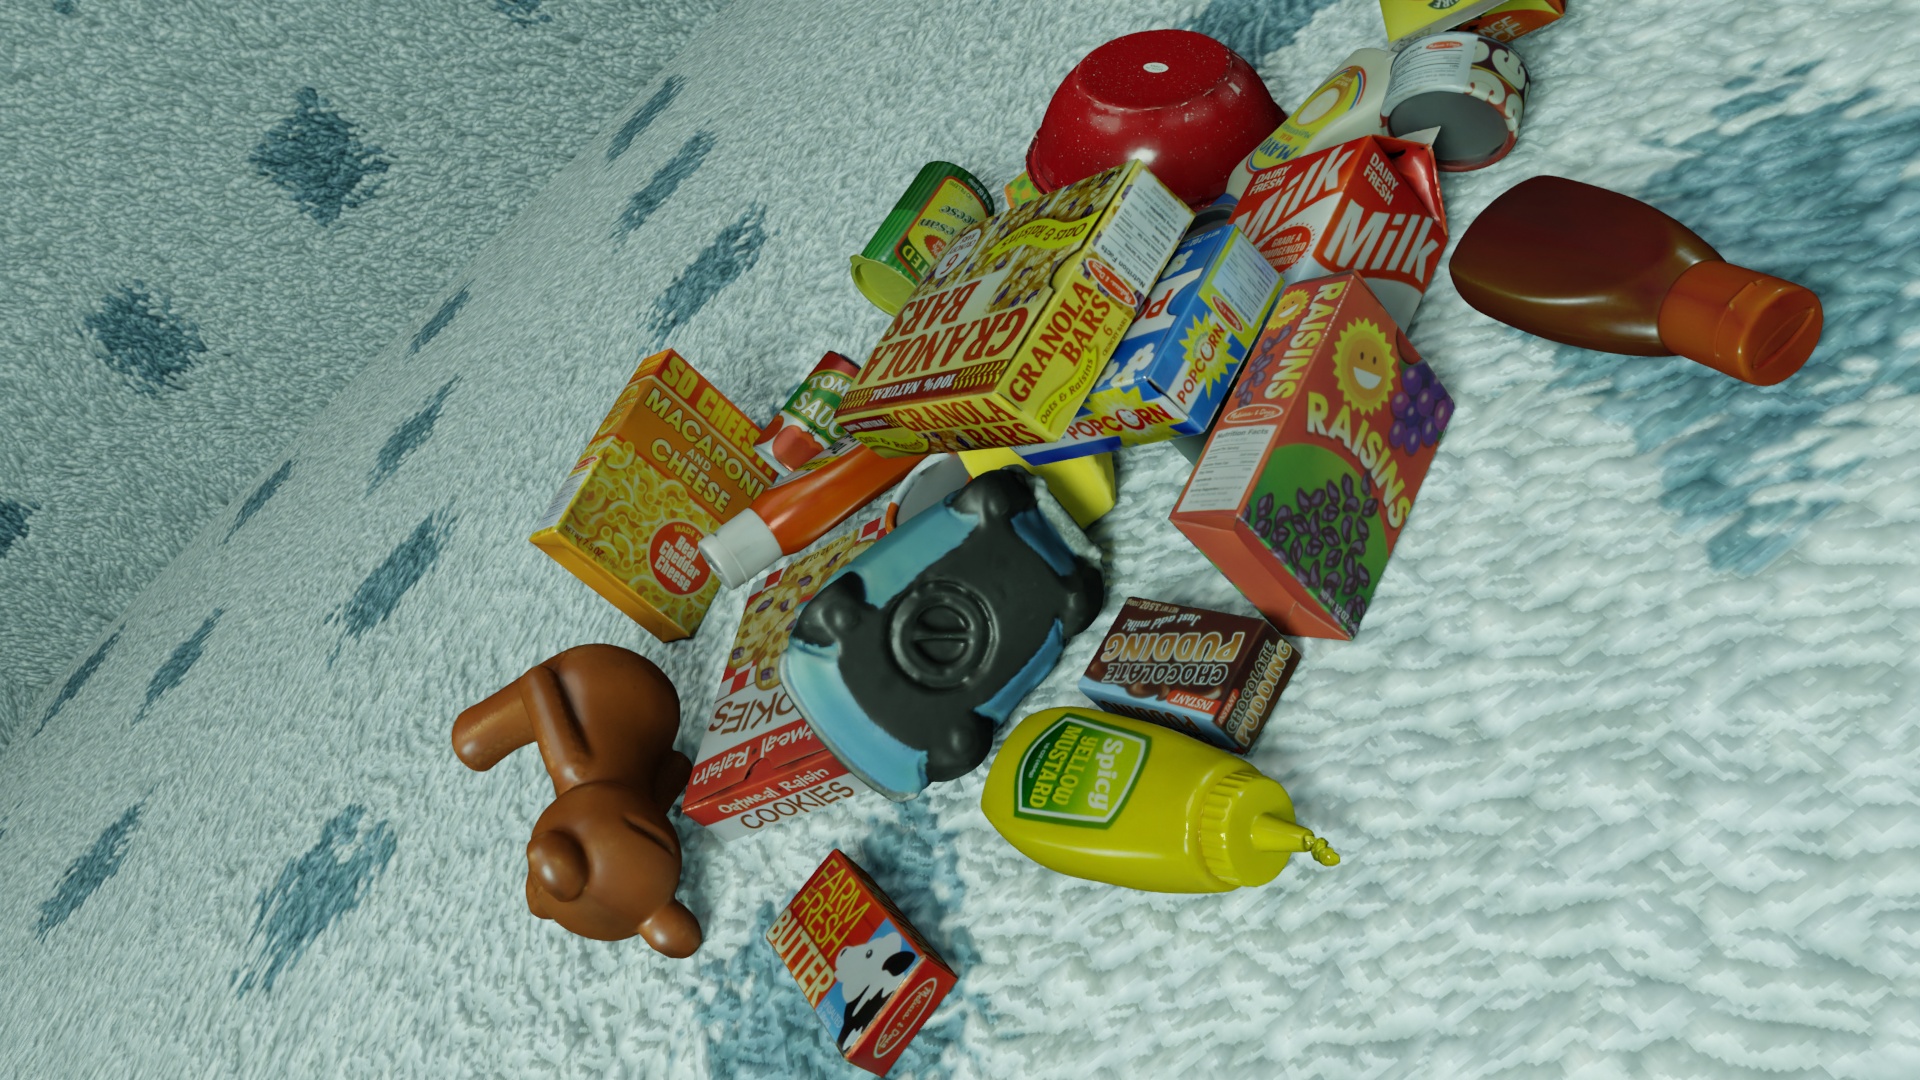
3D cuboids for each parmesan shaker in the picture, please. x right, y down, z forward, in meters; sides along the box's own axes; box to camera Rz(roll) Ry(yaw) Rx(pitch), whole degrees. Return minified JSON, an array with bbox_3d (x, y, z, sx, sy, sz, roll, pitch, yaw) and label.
[{"bbox_3d":[-0.028,-0.223,1.025,0.071,0.071,0.103,3,56,53],"label":"parmesan shaker"}]

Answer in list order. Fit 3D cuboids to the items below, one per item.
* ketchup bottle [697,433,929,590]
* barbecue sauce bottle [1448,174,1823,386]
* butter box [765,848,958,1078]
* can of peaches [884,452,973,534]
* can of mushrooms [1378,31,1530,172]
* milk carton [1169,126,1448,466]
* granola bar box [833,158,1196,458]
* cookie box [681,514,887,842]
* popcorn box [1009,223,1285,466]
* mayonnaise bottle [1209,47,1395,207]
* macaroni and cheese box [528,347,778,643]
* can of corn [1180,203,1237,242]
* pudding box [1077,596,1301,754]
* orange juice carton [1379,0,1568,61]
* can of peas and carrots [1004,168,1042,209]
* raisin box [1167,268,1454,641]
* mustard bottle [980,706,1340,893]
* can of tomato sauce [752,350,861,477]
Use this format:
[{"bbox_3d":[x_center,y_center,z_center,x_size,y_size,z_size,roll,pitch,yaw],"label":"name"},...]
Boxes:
[{"bbox_3d":[-0.090,-0.025,0.852,0.149,0.043,0.064,-37,14,-17],"label":"ketchup bottle"},{"bbox_3d":[0.259,-0.100,0.539,0.065,0.043,0.149,-44,30,4],"label":"barbecue sauce bottle"},{"bbox_3d":[-0.046,0.181,0.608,0.053,0.024,0.103,-51,30,-6],"label":"butter box"},{"bbox_3d":[0.003,-0.009,0.742,0.071,0.058,0.071,-33,32,24],"label":"can of peaches"},{"bbox_3d":[0.240,-0.210,0.673,0.071,0.071,0.033,-4,61,50],"label":"can of mushrooms"},{"bbox_3d":[0.164,-0.119,0.651,0.072,0.073,0.191,-2,52,54],"label":"milk carton"},{"bbox_3d":[0.017,-0.100,0.635,0.124,0.039,0.165,-58,24,-15],"label":"granola bar box"},{"bbox_3d":[-0.081,0.072,0.768,0.122,0.040,0.168,-26,36,32],"label":"cookie box"},{"bbox_3d":[0.072,-0.082,0.613,0.126,0.038,0.085,-7,47,58],"label":"popcorn box"},{"bbox_3d":[0.184,-0.203,0.760,0.148,0.041,0.065,-43,32,6],"label":"mayonnaise bottle"},{"bbox_3d":[-0.206,-0.032,0.969,0.040,0.123,0.167,-13,43,43],"label":"macaroni and cheese box"},{"bbox_3d":[0.133,-0.128,0.718,0.071,0.058,0.071,-32,33,24],"label":"can of corn"},{"bbox_3d":[0.093,0.055,0.577,0.083,0.030,0.050,8,61,55],"label":"pudding box"},{"bbox_3d":[0.271,-0.309,0.719,0.071,0.073,0.194,-15,34,43],"label":"orange juice carton"},{"bbox_3d":[0.071,-0.219,0.901,0.058,0.071,0.071,-33,32,24],"label":"can of peas and carrots"},{"bbox_3d":[0.145,-0.034,0.562,0.040,0.086,0.124,-3,51,53],"label":"raisin box"},{"bbox_3d":[0.076,0.101,0.525,0.160,0.048,0.065,-1,54,52],"label":"mustard bottle"},{"bbox_3d":[-0.088,-0.075,0.926,0.083,0.071,0.071,-52,30,-7],"label":"can of tomato sauce"}]
